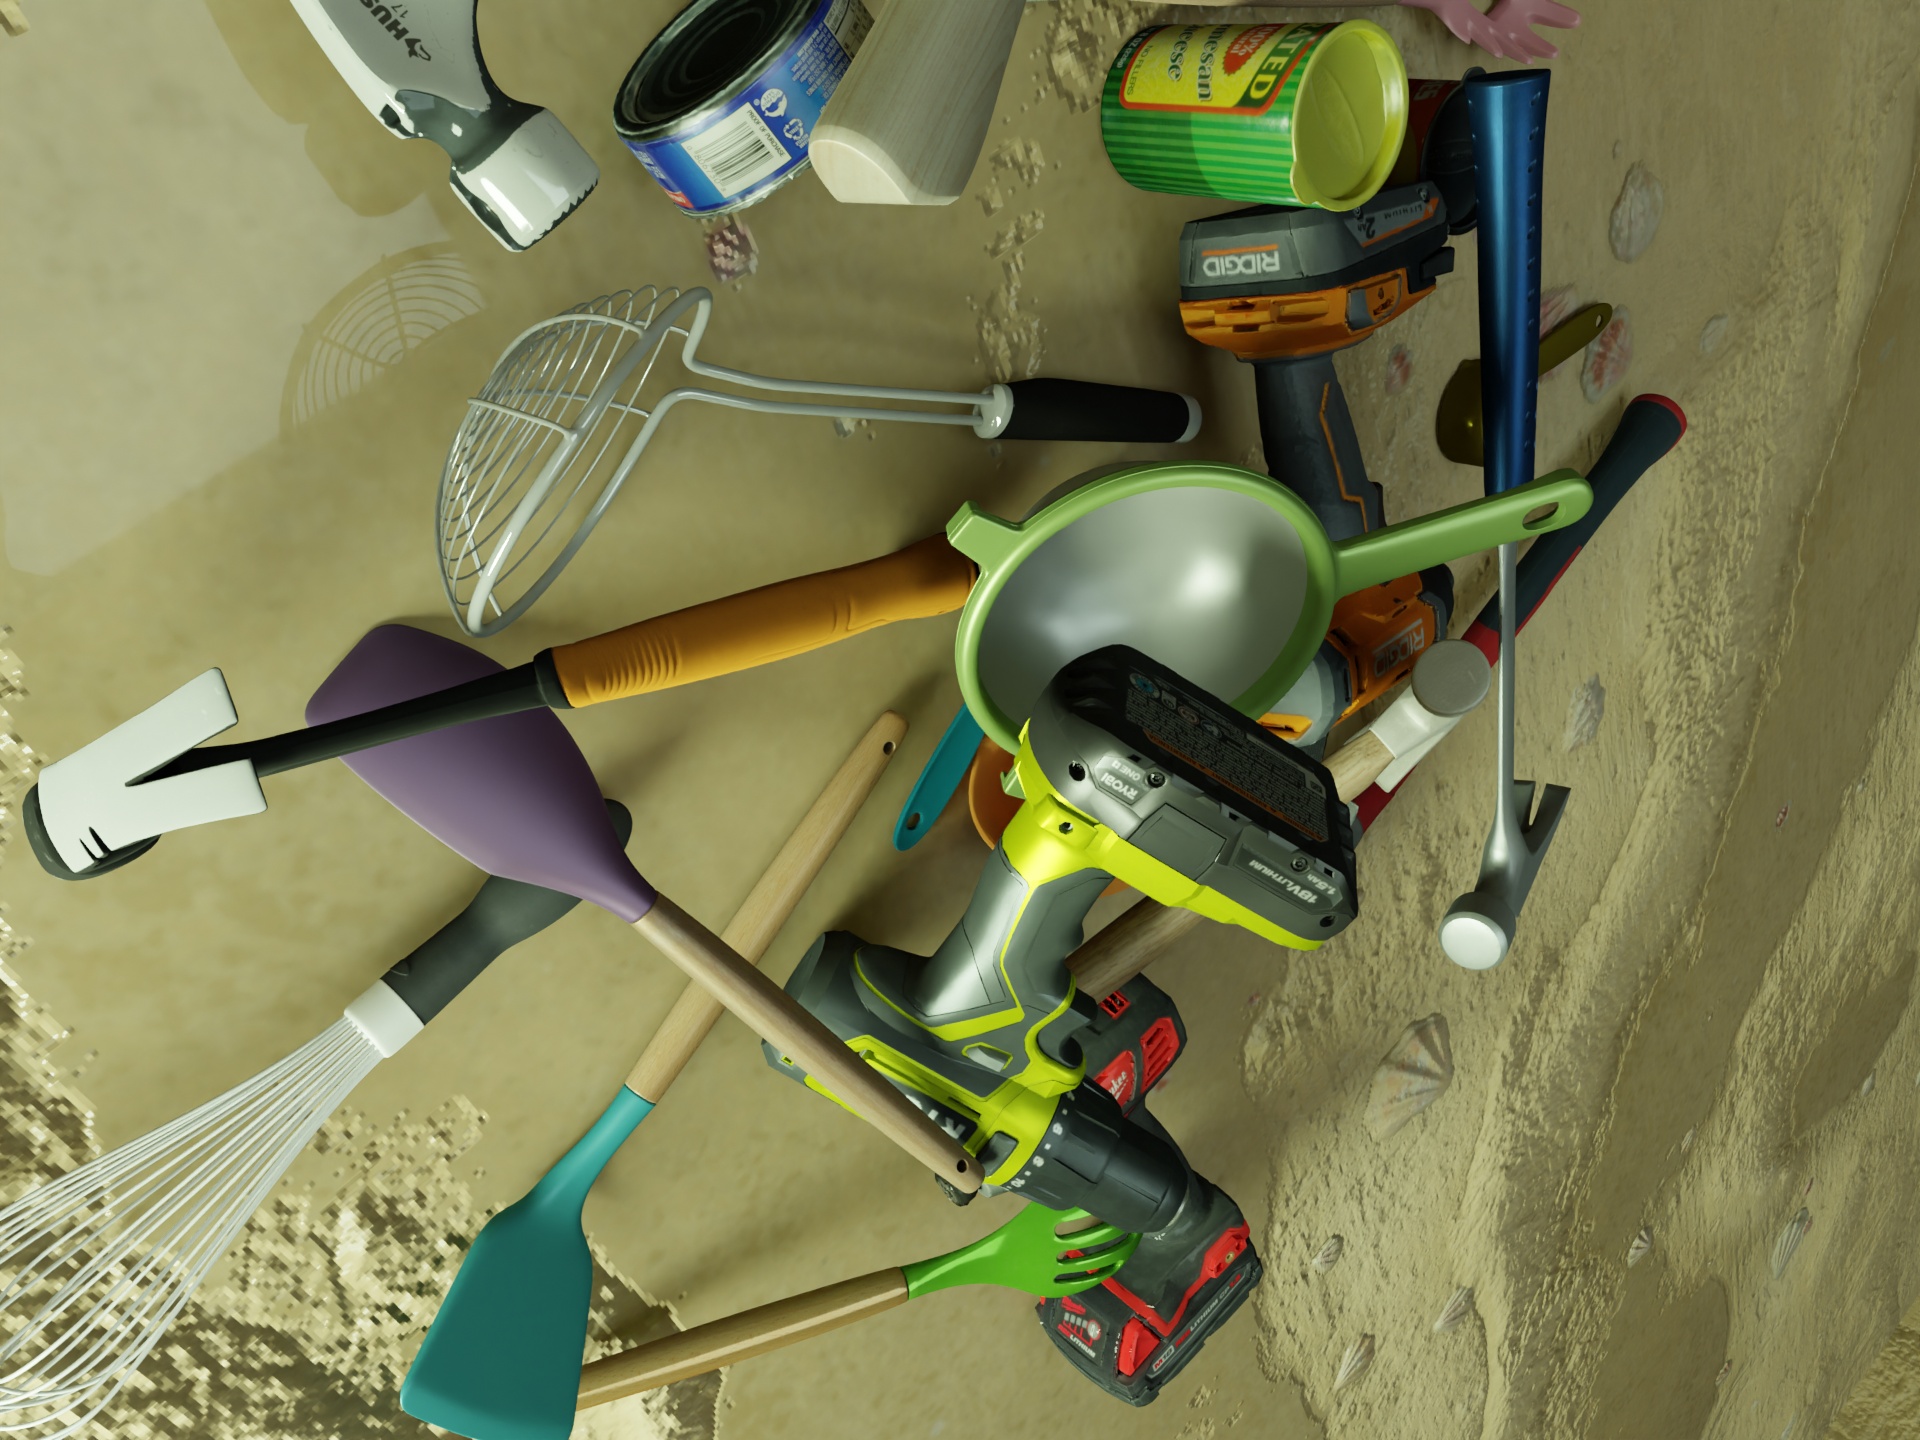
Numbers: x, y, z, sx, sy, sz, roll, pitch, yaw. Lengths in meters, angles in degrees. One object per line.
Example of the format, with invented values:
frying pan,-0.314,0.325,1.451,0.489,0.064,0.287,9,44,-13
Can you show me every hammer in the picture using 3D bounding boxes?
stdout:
hammer,0.258,-0.089,0.747,0.144,0.035,0.405,-40,129,-49
hammer,0.299,-0.058,0.886,0.386,0.038,0.143,-48,155,-18
hammer,-0.045,-0.328,0.478,0.149,0.036,0.409,48,70,-23
hammer,0.050,-0.339,0.490,0.146,0.038,0.411,41,70,-49
hammer,0.099,0.083,0.717,0.331,0.031,0.130,-40,166,8
hammer,-0.106,-0.021,0.513,0.337,0.127,0.034,-21,93,-46

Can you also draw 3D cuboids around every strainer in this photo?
strainer,0.116,-0.068,0.629,0.256,0.069,0.151,-17,135,-3

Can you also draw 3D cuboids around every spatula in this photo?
spatula,-0.106,0.132,0.632,0.082,0.044,0.317,41,79,-40
spatula,-0.095,0.081,0.575,0.315,0.018,0.060,46,65,-23

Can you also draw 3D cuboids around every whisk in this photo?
whisk,-0.216,0.121,0.525,0.284,0.070,0.070,-44,131,-24

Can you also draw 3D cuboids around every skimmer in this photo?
skimmer,-0.019,-0.094,0.579,0.363,0.090,0.127,-7,147,-42

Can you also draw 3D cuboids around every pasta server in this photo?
pasta server,0.176,-0.310,0.672,0.316,0.040,0.060,-22,129,-40

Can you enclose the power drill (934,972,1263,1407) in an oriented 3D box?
power drill,0.070,0.242,0.816,0.143,0.079,0.219,-38,126,-23

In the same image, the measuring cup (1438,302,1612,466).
measuring cup,0.323,-0.191,0.878,0.156,0.029,0.062,-36,128,-23

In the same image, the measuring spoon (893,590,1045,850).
measuring spoon,-0.001,-0.002,0.690,0.042,0.021,0.128,19,104,-43

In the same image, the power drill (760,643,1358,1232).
power drill,0.052,0.101,0.630,0.190,0.080,0.228,31,119,-8

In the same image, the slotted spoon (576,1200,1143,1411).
slotted spoon,-0.049,0.257,0.699,0.313,0.031,0.070,-10,111,-21

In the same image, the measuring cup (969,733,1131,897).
measuring cup,0.074,0.000,0.710,0.174,0.095,0.052,-59,145,-16

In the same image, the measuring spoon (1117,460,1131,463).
measuring spoon,0.059,-0.059,0.718,0.034,0.018,0.124,1,114,-36

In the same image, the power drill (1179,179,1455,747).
power drill,0.174,-0.119,0.718,0.164,0.084,0.226,-27,116,-43
